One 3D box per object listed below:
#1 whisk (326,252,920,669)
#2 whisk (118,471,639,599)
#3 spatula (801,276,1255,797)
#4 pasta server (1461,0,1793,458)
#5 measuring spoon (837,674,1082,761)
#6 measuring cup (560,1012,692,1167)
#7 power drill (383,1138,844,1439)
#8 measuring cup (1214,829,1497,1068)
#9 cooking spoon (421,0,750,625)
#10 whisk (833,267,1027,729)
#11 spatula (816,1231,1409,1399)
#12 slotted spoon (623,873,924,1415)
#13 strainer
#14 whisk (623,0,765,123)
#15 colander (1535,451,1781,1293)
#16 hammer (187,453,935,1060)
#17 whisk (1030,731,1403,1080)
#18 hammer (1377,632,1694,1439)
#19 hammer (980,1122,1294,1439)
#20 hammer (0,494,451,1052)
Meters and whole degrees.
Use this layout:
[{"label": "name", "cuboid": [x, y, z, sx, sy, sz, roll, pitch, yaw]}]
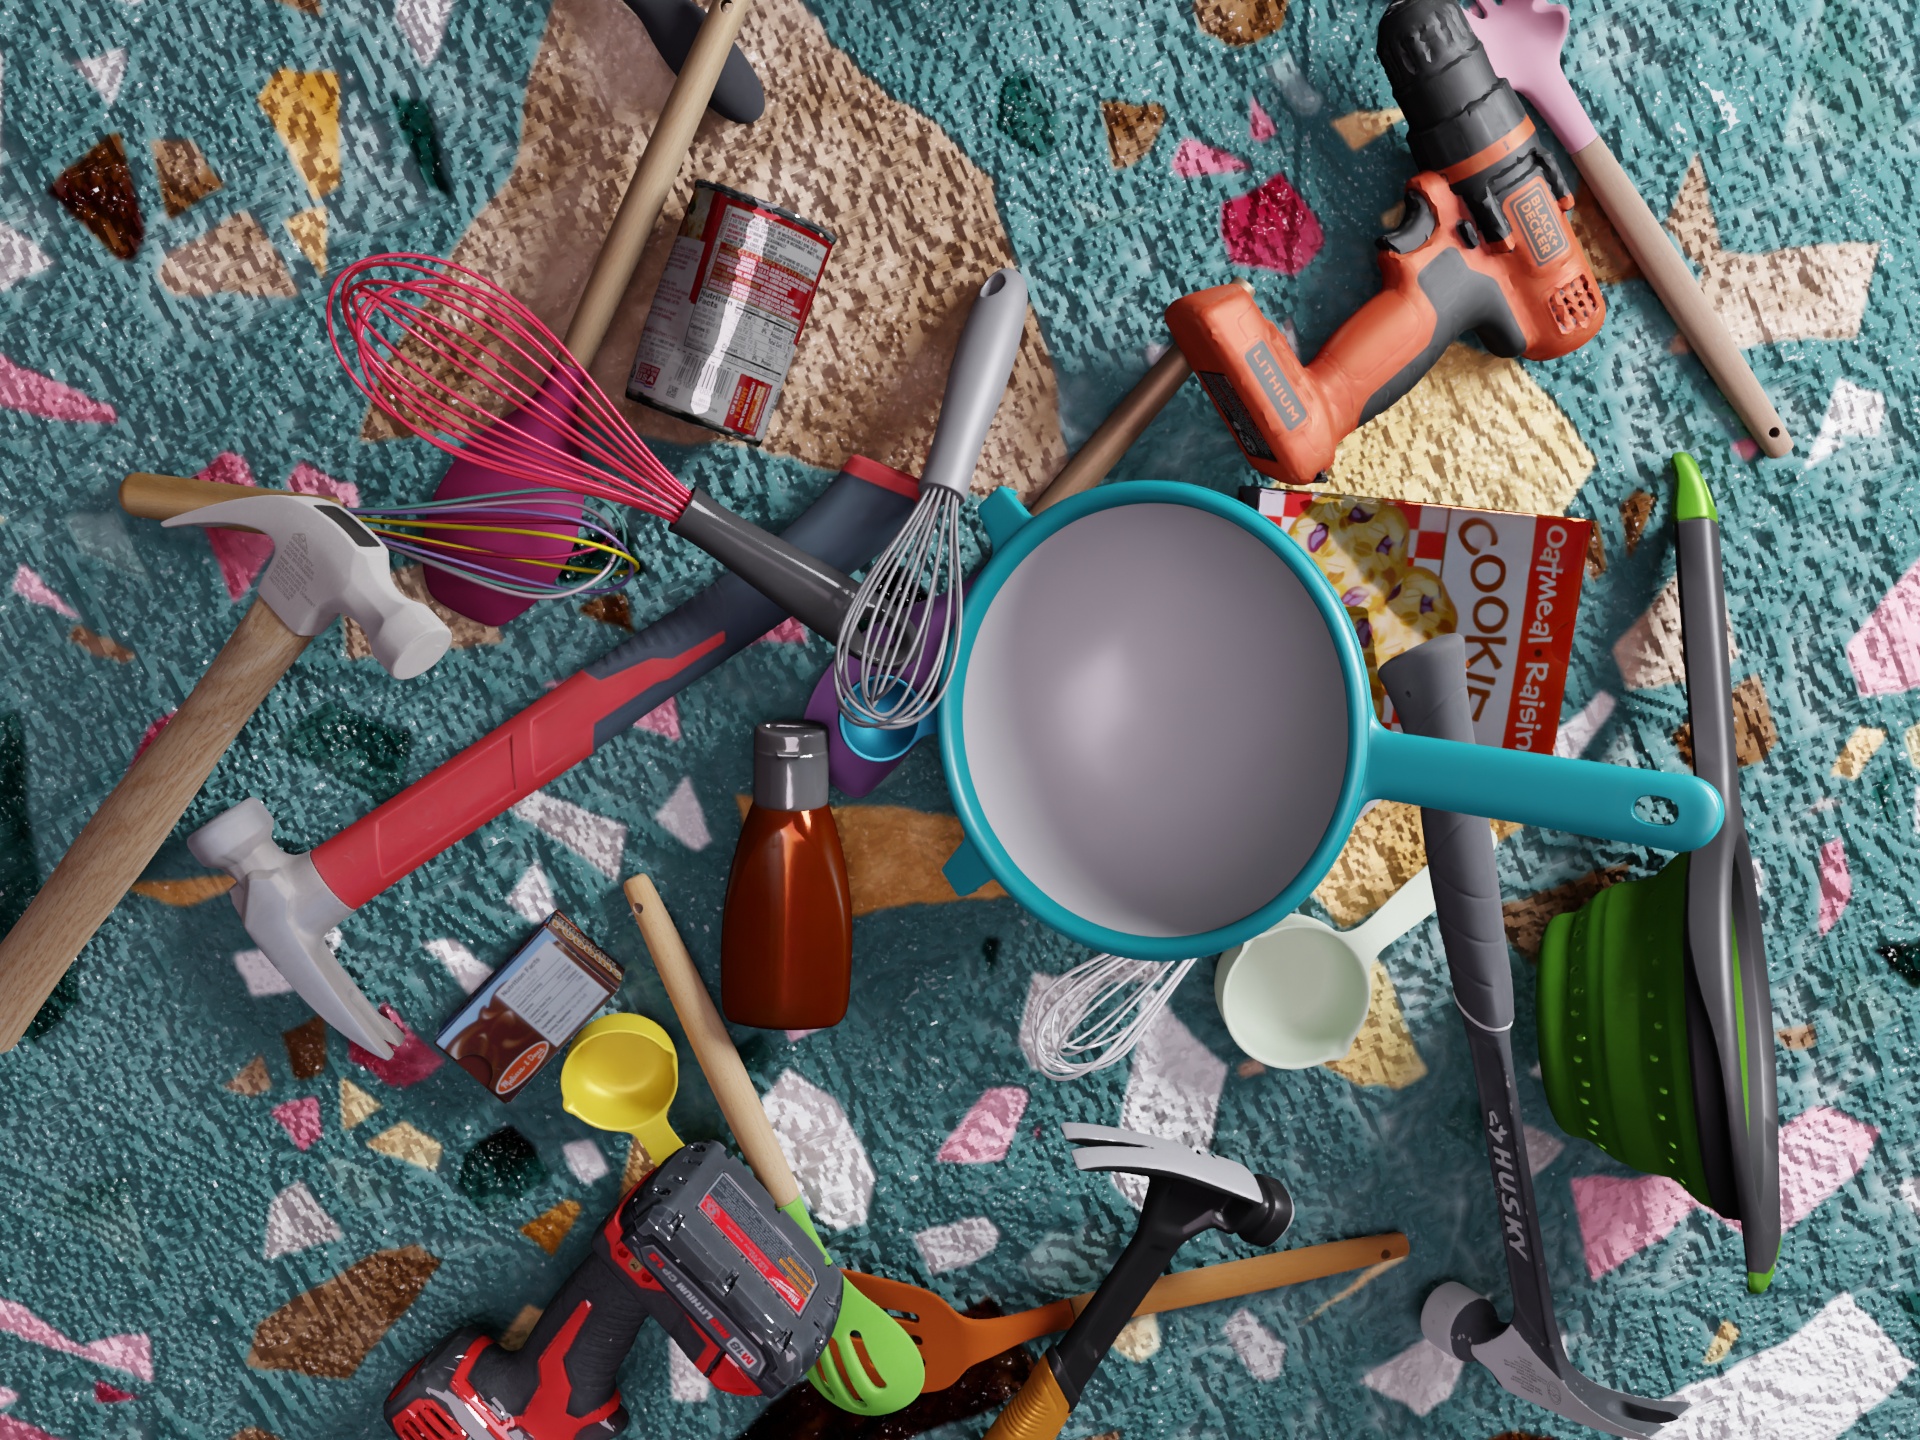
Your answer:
[{"label": "whisk", "cuboid": [-0.138, -0.104, 0.697, 0.295, 0.073, 0.073, 33, 96, -20]}, {"label": "whisk", "cuboid": [-0.267, -0.091, 0.728, 0.245, 0.047, 0.051, 8, 107, 4]}, {"label": "spatula", "cuboid": [0.032, -0.092, 0.776, 0.059, 0.018, 0.316, 41, 95, -13]}, {"label": "pasta server", "cuboid": [0.316, -0.253, 0.762, 0.060, 0.040, 0.316, -36, 102, 15]}, {"label": "measuring spoon", "cuboid": [-0.001, -0.003, 0.783, 0.128, 0.021, 0.042, -1, 97, -23]}, {"label": "measuring cup", "cuboid": [-0.149, 0.214, 0.815, 0.062, 0.029, 0.156, -27, 112, 1]}, {"label": "power drill", "cuboid": [-0.168, 0.324, 0.782, 0.219, 0.078, 0.143, -43, 89, 15]}, {"label": "measuring cup", "cuboid": [0.202, 0.107, 0.814, 0.167, 0.038, 0.083, -39, 100, 1]}, {"label": "cooking spoon", "cuboid": [-0.168, -0.187, 0.729, 0.068, 0.017, 0.319, 26, 104, -8]}, {"label": "whisk", "cuboid": [-0.006, -0.105, 0.721, 0.055, 0.055, 0.239, 18, 73, -7]}, {"label": "spatula", "cuboid": [0.080, 0.304, 0.845, 0.322, 0.041, 0.081, -9, 102, -7]}, {"label": "slotted spoon", "cuboid": [-0.101, 0.221, 0.807, 0.070, 0.031, 0.313, -21, 96, 24]}, {"label": "strainer", "cuboid": [0.153, 0.008, 0.697, 0.340, 0.095, 0.211, 10, 98, 32]}, {"label": "whisk", "cuboid": [-0.188, -0.376, 0.697, 0.070, 0.070, 0.284, -44, 105, 3]}, {"label": "colander", "cuboid": [0.337, 0.068, 0.788, 0.094, 0.204, 0.397, -5, 83, 30]}, {"label": "hammer", "cuboid": [-0.169, 0.007, 0.767, 0.386, 0.038, 0.143, -33, 102, 2]}, {"label": "whisk", "cuboid": [0.128, 0.093, 0.783, 0.246, 0.059, 0.057, -43, 116, 10]}, {"label": "hammer", "cuboid": [0.254, 0.155, 0.754, 0.036, 0.149, 0.408, -21, 107, -25]}, {"label": "hammer", "cuboid": [0.033, 0.353, 0.814, 0.127, 0.034, 0.337, 23, 107, -21]}, {"label": "hammer", "cuboid": [-0.370, 0.032, 0.726, 0.130, 0.031, 0.331, 46, 106, 10]}]
